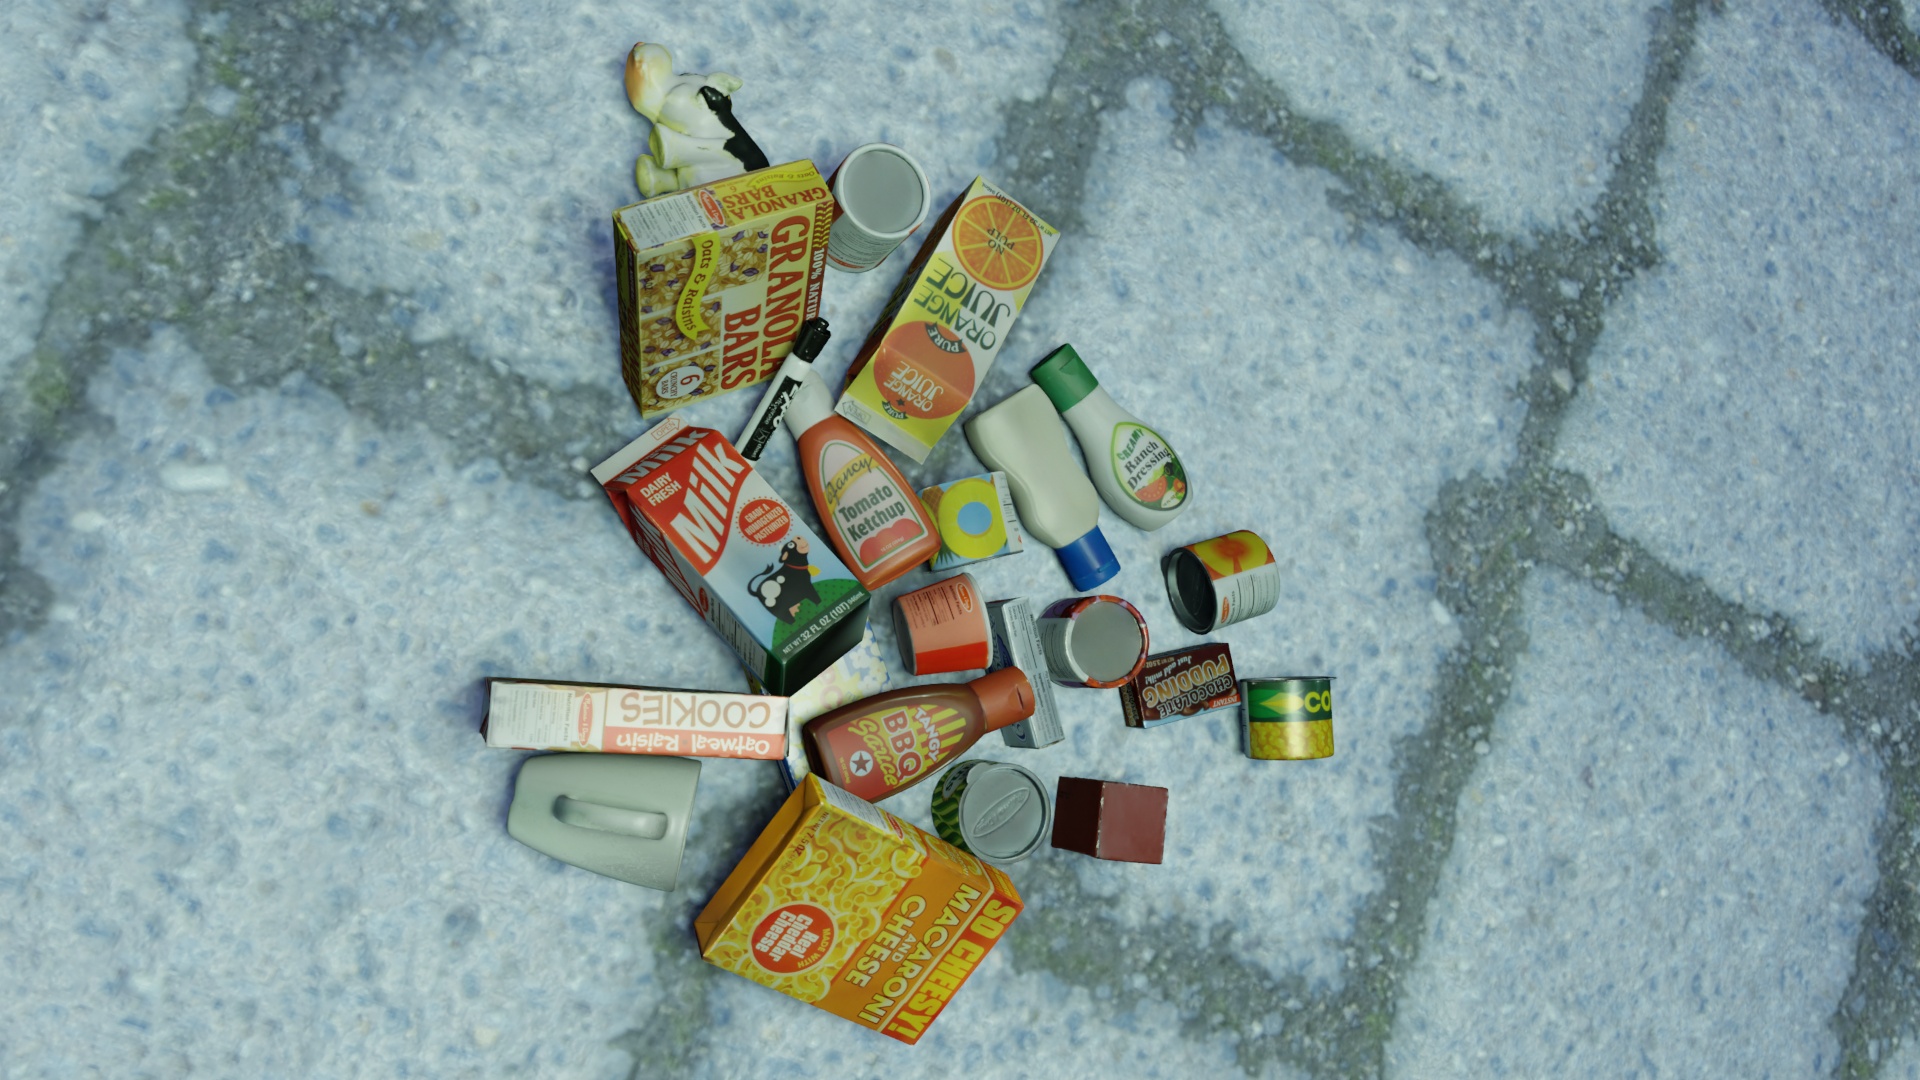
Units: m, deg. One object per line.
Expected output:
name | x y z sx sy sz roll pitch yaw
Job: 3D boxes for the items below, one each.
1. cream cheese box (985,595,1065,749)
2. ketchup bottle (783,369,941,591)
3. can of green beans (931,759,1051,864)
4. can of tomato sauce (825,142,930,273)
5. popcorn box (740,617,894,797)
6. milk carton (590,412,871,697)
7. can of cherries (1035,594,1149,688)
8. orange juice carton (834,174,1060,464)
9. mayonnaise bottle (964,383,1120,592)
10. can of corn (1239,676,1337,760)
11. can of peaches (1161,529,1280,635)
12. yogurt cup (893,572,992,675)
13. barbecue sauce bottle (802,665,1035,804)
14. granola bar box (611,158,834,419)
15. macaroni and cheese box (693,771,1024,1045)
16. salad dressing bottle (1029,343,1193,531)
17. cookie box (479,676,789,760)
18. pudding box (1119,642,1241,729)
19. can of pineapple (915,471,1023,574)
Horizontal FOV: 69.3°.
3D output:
cream cheese box | 0.039 0.092 0.962 0.024 0.053 0.103 -14 89 -23
ketchup bottle | -0.075 -0.043 0.925 0.065 0.043 0.149 -30 80 -6
can of green beans | 0.020 0.182 0.942 0.071 0.057 0.071 2 84 -20
can of tomato sauce | -0.064 -0.227 0.943 0.071 0.083 0.071 2 84 -20
popcorn box | -0.090 0.104 0.920 0.085 0.038 0.126 -20 92 -20
milk carton | -0.146 0.002 0.872 0.072 0.073 0.191 -39 75 -24
can of cherries | 0.094 0.071 0.982 0.071 0.058 0.071 2 84 -20
orange juice carton | -0.013 -0.147 0.950 0.072 0.073 0.193 33 68 -14
mayonnaise bottle | 0.064 -0.035 0.993 0.065 0.041 0.148 -32 97 -20
can of corn | 0.244 0.130 1.025 0.071 0.071 0.058 0 85 -21
can of peaches | 0.191 0.028 1.021 0.058 0.071 0.071 -15 90 -21
yogurt cup | -0.013 0.060 0.941 0.054 0.072 0.072 -12 89 -13
barbecue sauce bottle | -0.024 0.122 0.897 0.149 0.043 0.064 -19 97 -22
granola bar box | -0.148 -0.153 0.861 0.124 0.164 0.039 -21 67 -22
macaroni and cheese box | -0.061 0.233 0.868 0.166 0.040 0.123 33 98 -28
salad dressing bottle | 0.109 -0.075 1.012 0.064 0.044 0.147 -43 99 -21
cookie box | -0.198 0.107 0.834 0.168 0.122 0.040 6 83 -20
pudding box | 0.159 0.106 1.018 0.084 0.030 0.049 -10 89 -21
can of pineapple | 0.003 -0.012 0.954 0.071 0.071 0.058 -13 89 -21
